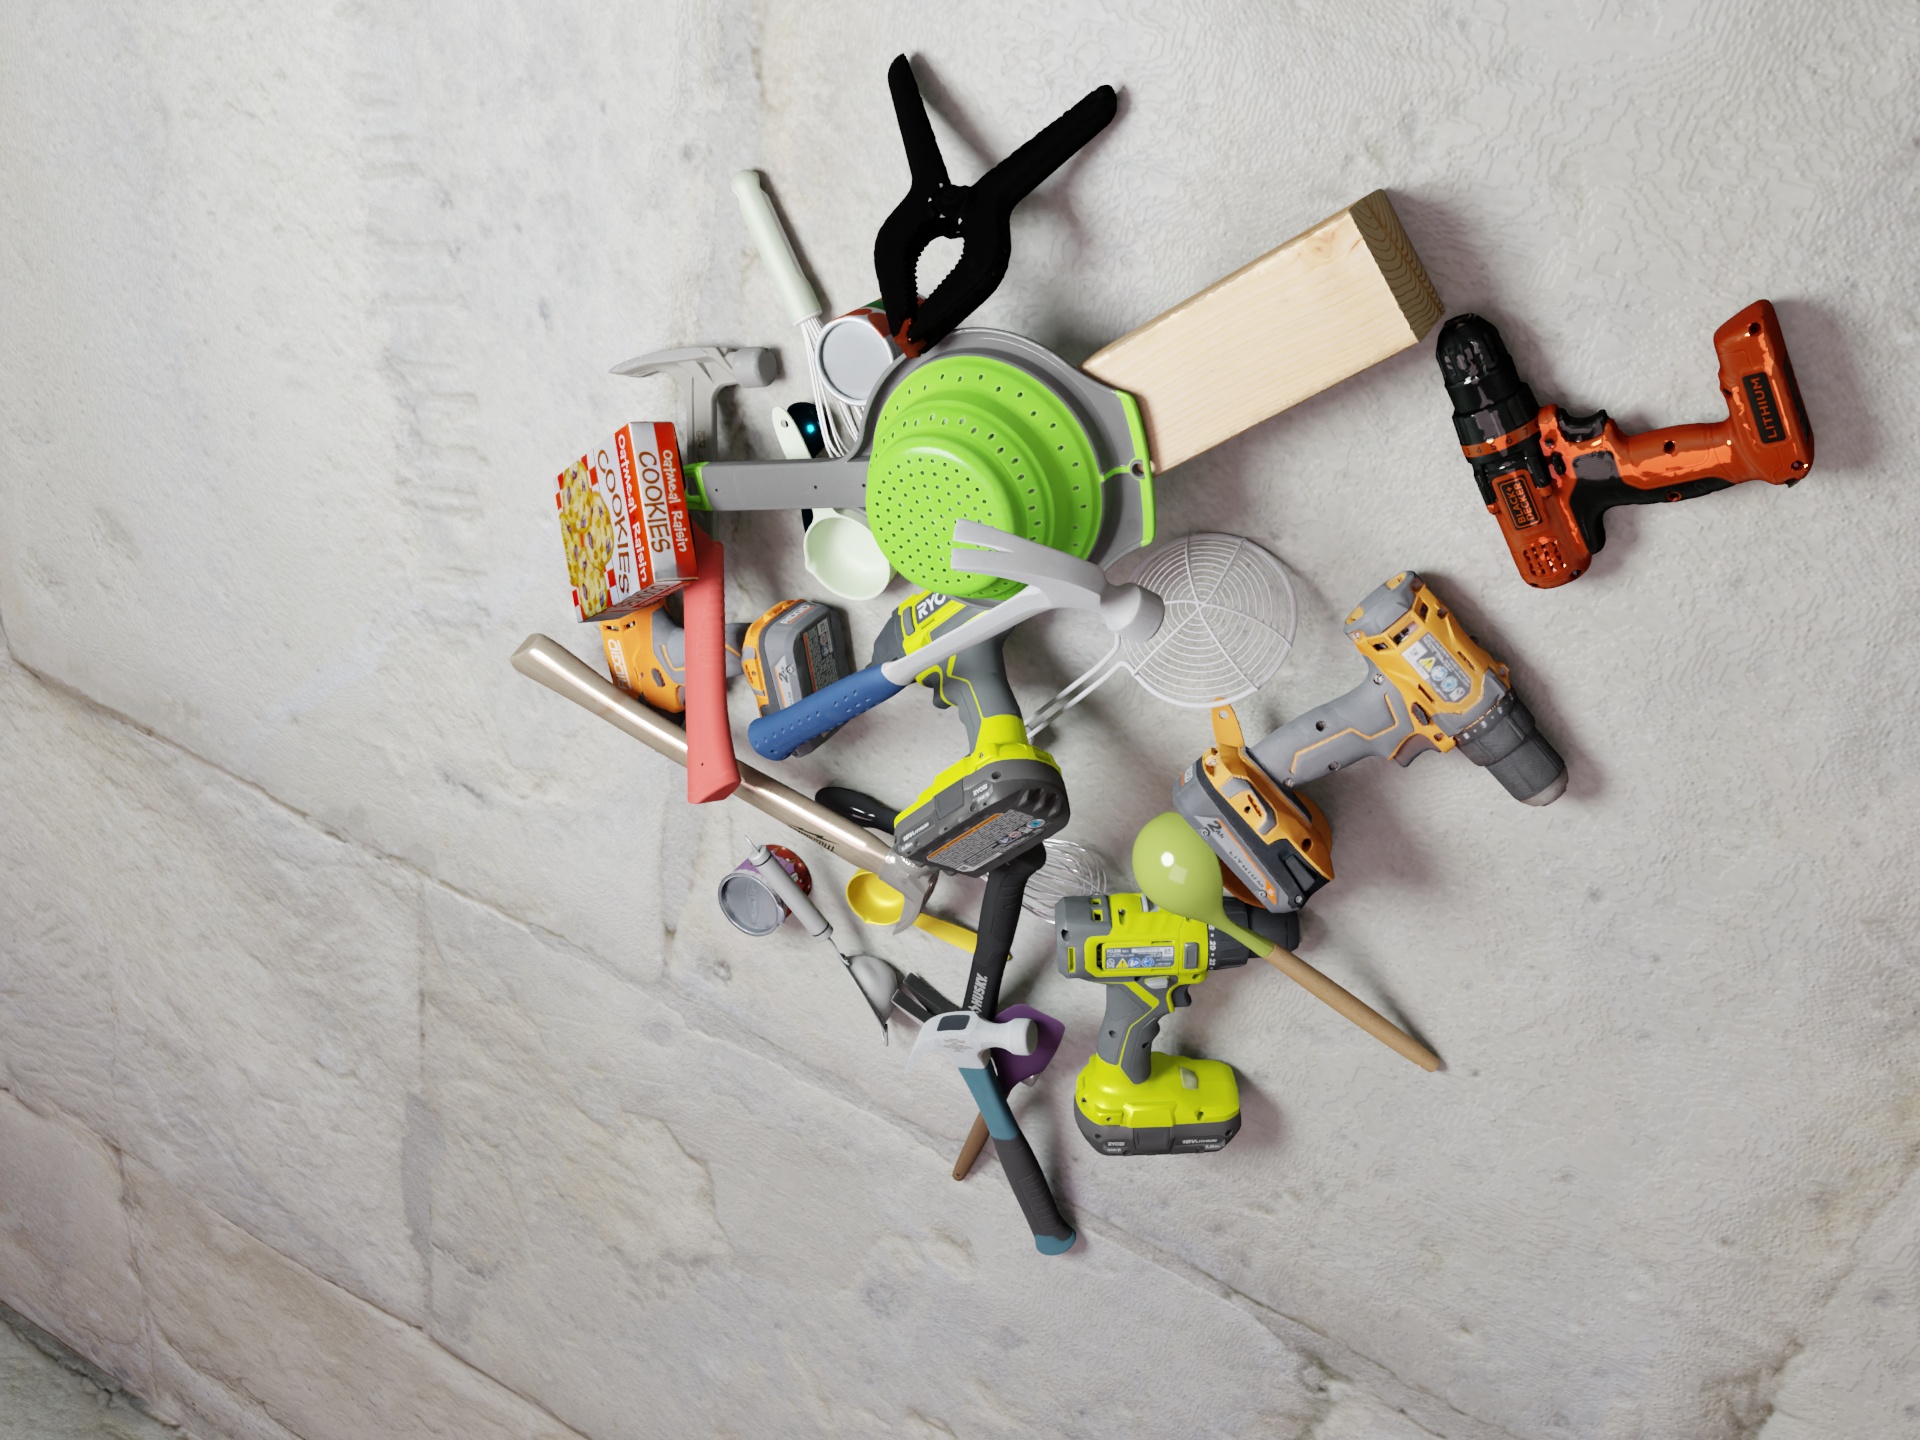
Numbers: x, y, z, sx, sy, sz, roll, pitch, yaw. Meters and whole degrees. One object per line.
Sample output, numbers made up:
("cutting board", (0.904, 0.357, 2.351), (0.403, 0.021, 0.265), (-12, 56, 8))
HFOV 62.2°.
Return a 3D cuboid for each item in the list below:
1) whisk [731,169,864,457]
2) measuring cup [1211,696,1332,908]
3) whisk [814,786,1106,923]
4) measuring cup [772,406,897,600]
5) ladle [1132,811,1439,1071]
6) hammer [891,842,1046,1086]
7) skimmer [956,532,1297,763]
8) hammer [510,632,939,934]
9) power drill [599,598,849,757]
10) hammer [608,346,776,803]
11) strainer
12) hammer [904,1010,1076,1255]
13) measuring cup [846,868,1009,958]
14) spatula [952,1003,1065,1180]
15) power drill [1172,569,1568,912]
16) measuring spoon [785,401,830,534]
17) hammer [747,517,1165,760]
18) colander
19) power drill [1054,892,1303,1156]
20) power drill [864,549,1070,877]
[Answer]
("whisk", (-0.111, -0.295, 1.194), (0.059, 0.058, 0.246), (-25, 100, 1))
("measuring cup", (0.222, 0.054, 1.187), (0.095, 0.052, 0.173), (-8, 109, 32))
("whisk", (-0.005, 0.104, 1.338), (0.285, 0.070, 0.070), (17, 123, 26))
("measuring cup", (-0.100, -0.174, 1.240), (0.083, 0.038, 0.167), (-9, 117, 34))
("ladle", (0.253, 0.173, 1.192), (0.320, 0.062, 0.078), (35, 158, -20))
("hammer", (0.021, 0.188, 1.320), (0.146, 0.035, 0.334), (26, 143, 14))
("skimmer", (0.103, -0.018, 1.221), (0.363, 0.090, 0.127), (-39, 67, 48))
("hammer", (-0.202, 0.046, 1.347), (0.411, 0.038, 0.146), (29, 149, 8))
("power drill", (-0.206, -0.034, 1.361), (0.226, 0.084, 0.164), (8, 121, 29))
("hammer", (-0.212, -0.114, 1.268), (0.149, 0.036, 0.359), (2, 94, 29))
("strainer", (-0.117, 0.194, 1.425), (0.050, 0.087, 0.258), (-38, 116, -5))
("hammer", (0.044, 0.373, 1.412), (0.128, 0.033, 0.330), (-1, 130, 25))
("measuring cup", (-0.026, 0.171, 1.409), (0.156, 0.029, 0.062), (24, 124, 2))
("spatula", (0.030, 0.339, 1.424), (0.060, 0.018, 0.315), (25, 138, 6))
("power drill", (0.283, 0.035, 1.094), (0.226, 0.084, 0.185), (-42, 93, 14))
("measuring spoon", (-0.115, -0.196, 1.266), (0.042, 0.021, 0.128), (29, 137, 32))
("hammer", (-0.044, -0.039, 1.117), (0.144, 0.035, 0.405), (22, 153, -29))
("colander", (-0.066, -0.154, 1.103), (0.397, 0.094, 0.204), (3, 119, 30))
("power drill", (0.173, 0.236, 1.276), (0.190, 0.080, 0.228), (-2, 118, 1))
("power drill", (-0.002, -0.004, 1.196), (0.080, 0.223, 0.171), (21, 138, -39))
